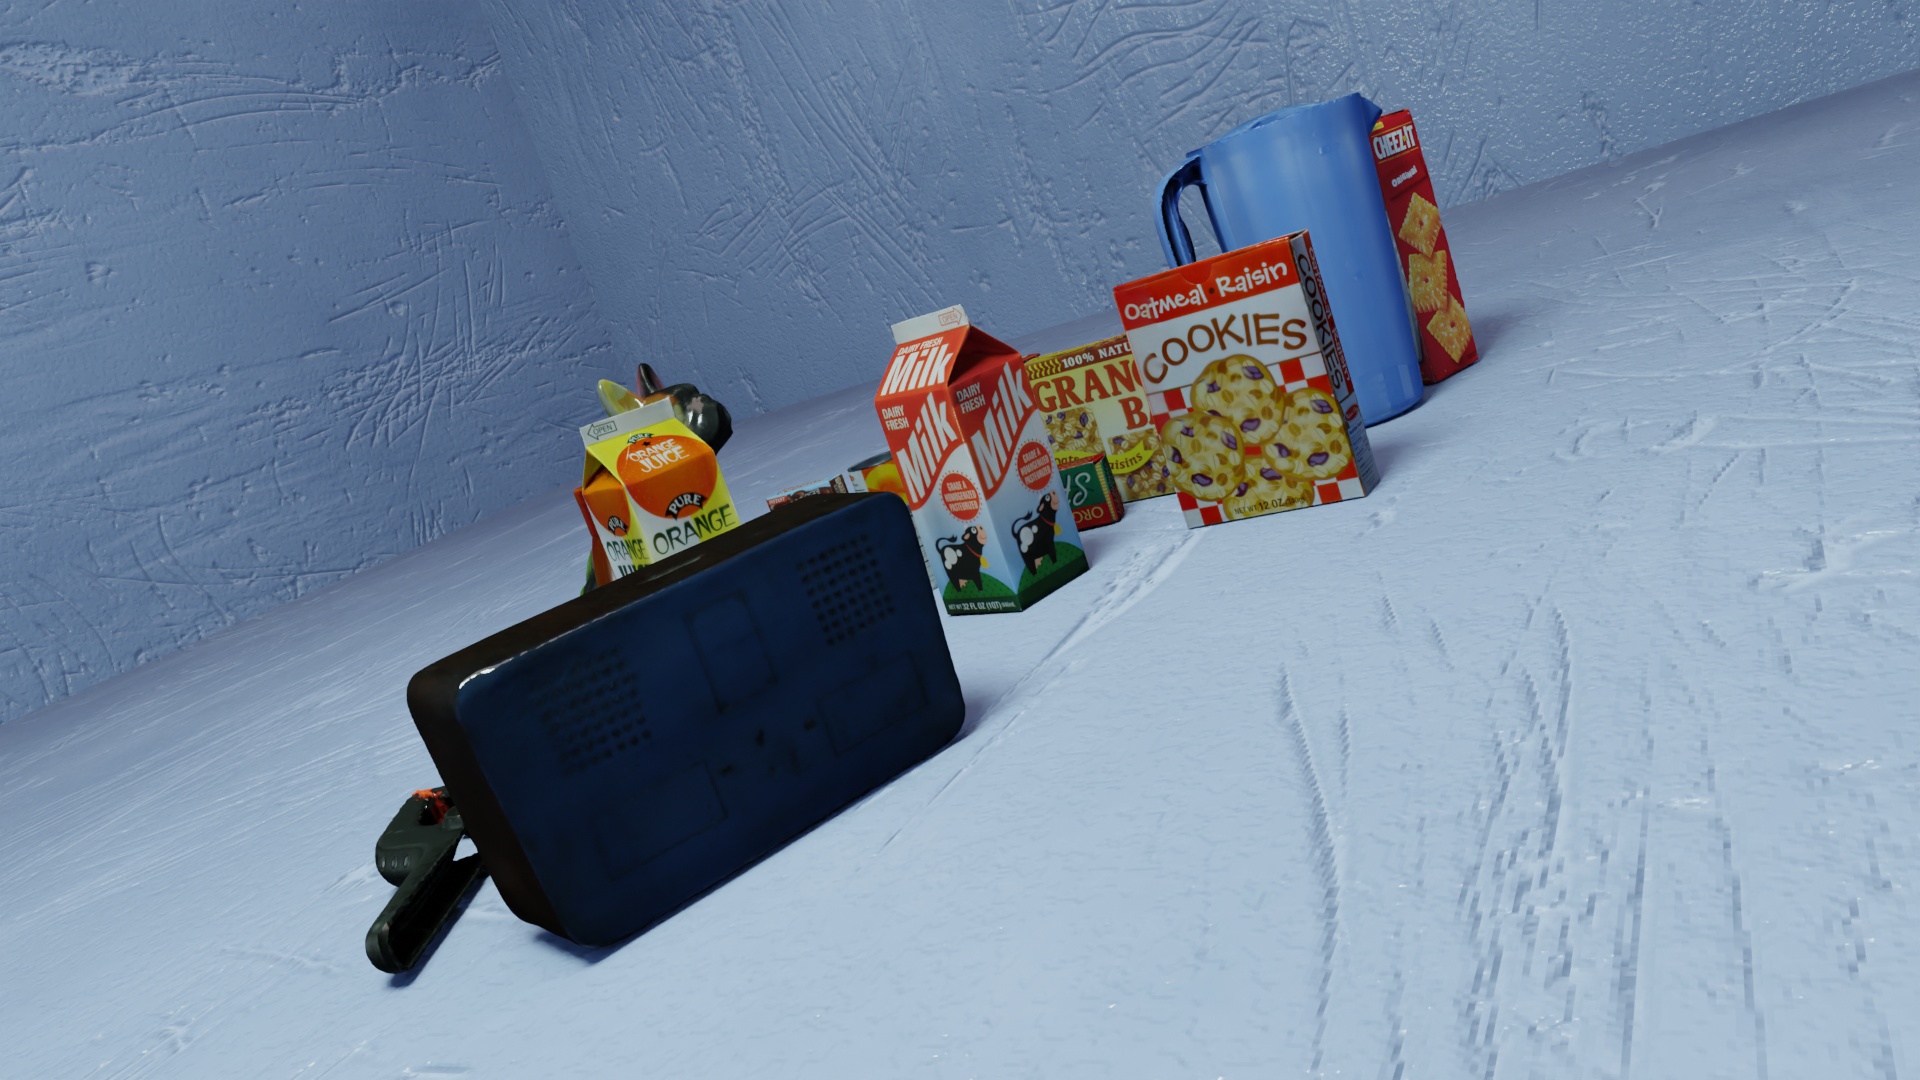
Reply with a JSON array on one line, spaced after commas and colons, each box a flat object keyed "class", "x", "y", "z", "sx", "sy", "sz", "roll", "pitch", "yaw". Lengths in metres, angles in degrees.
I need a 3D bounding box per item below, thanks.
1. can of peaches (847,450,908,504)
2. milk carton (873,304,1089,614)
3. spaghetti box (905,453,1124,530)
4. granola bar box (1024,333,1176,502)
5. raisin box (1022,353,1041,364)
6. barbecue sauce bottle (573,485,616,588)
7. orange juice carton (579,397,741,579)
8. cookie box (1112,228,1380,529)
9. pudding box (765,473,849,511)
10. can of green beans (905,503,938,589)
[{"class": "can of peaches", "x": -0.068, "y": -0.055, "z": 1.364, "sx": 0.071, "sy": 0.058, "sz": 0.071, "roll": -18, "pitch": 11, "yaw": 4}, {"class": "milk carton", "x": 0.008, "y": -0.053, "z": 0.888, "sx": 0.072, "sy": 0.190, "sz": 0.074, "roll": -7, "pitch": 16, "yaw": 47}, {"class": "spaghetti box", "x": 0.004, "y": -0.013, "z": 1.066, "sx": 0.249, "sy": 0.050, "sz": 0.029, "roll": -14, "pitch": 12, "yaw": 26}, {"class": "granola bar box", "x": 0.137, "y": -0.096, "z": 1.049, "sx": 0.165, "sy": 0.124, "sz": 0.039, "roll": -11, "pitch": 14, "yaw": 37}, {"class": "raisin box", "x": 0.046, "y": -0.082, "z": 1.138, "sx": 0.040, "sy": 0.123, "sz": 0.086, "roll": -8, "pitch": 15, "yaw": 46}, {"class": "barbecue sauce bottle", "x": -0.245, "y": 0.025, "z": 1.040, "sx": 0.043, "sy": 0.148, "sz": 0.065, "roll": -13, "pitch": 12, "yaw": 31}, {"class": "orange juice carton", "x": -0.194, "y": 0.003, "z": 0.949, "sx": 0.072, "sy": 0.192, "sz": 0.073, "roll": -27, "pitch": 13, "yaw": -35}, {"class": "cookie box", "x": 0.181, "y": -0.099, "z": 0.883, "sx": 0.122, "sy": 0.167, "sz": 0.040, "roll": -12, "pitch": 13, "yaw": 35}, {"class": "pudding box", "x": -0.154, "y": -0.035, "z": 1.432, "sx": 0.083, "sy": 0.049, "sz": 0.030, "roll": -13, "pitch": 12, "yaw": 29}, {"class": "can of green beans", "x": -0.046, "y": 0.010, "z": 1.018, "sx": 0.071, "sy": 0.057, "sz": 0.071, "roll": -18, "pitch": 11, "yaw": 4}]
